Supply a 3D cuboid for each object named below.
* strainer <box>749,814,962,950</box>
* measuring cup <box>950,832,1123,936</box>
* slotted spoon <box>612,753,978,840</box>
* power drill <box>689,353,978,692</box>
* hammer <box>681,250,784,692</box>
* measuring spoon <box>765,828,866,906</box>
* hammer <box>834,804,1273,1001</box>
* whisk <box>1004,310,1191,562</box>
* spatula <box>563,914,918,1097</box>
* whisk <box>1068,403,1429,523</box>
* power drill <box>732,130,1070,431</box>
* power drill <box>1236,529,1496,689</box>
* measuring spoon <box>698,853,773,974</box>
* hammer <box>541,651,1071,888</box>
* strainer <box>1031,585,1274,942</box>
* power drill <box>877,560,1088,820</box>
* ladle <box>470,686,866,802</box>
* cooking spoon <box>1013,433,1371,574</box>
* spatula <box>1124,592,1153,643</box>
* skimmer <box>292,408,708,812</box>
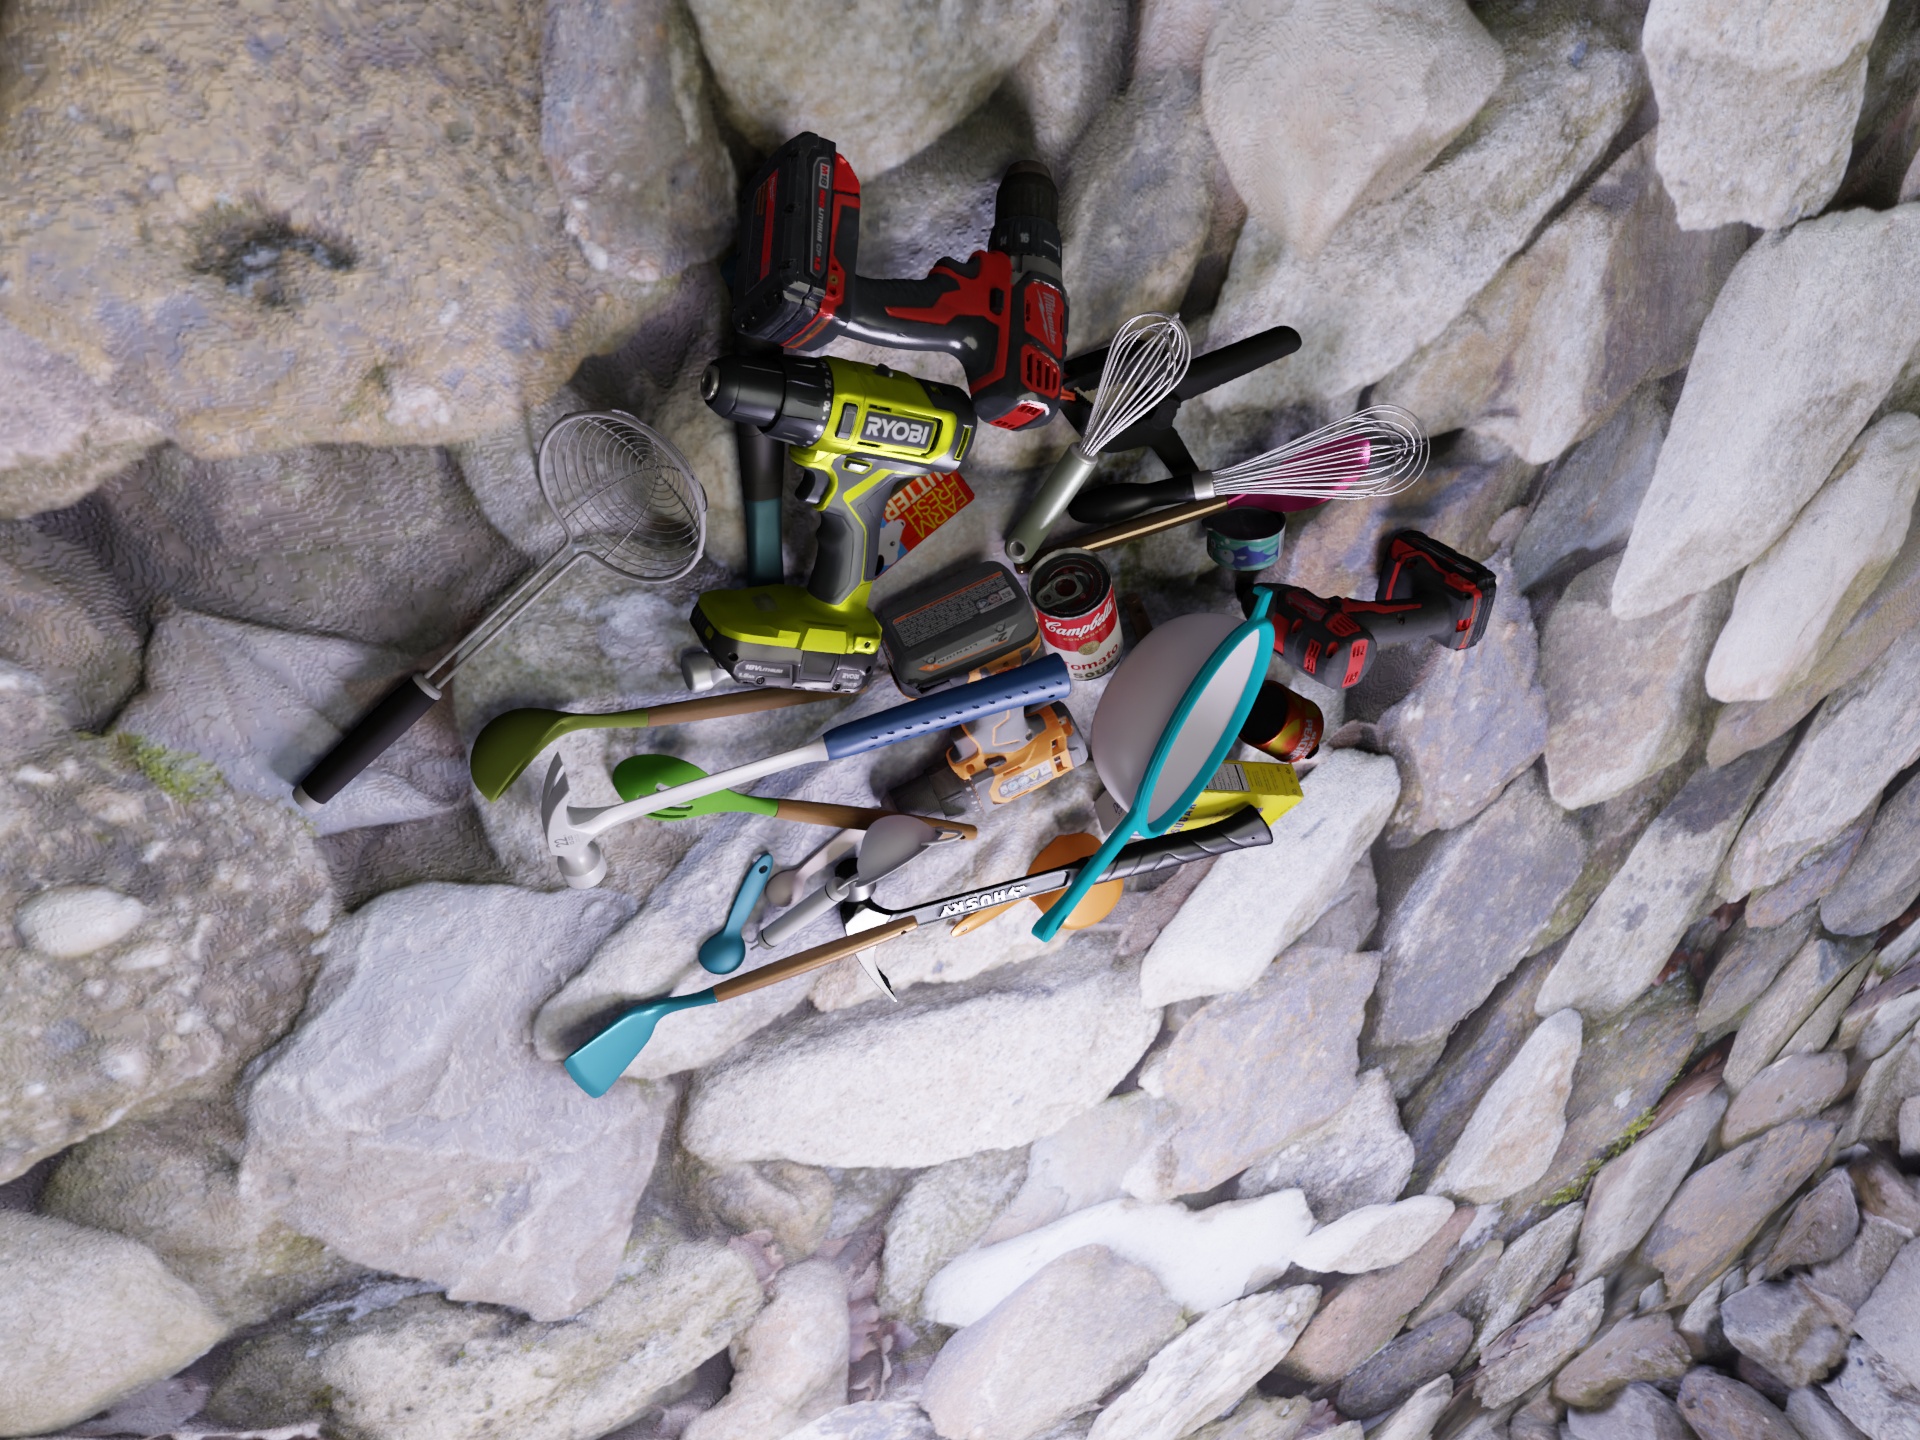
[{"bbox_3d":[-0.099,0.135,1.315,0.258,0.050,0.087,-37,-178,34],"label":"strainer"},{"bbox_3d":[0.076,0.175,1.503,0.173,0.052,0.095,-27,133,-16],"label":"measuring cup"},{"bbox_3d":[-0.124,0.072,1.279,0.313,0.031,0.070,10,135,-27],"label":"slotted spoon"},{"bbox_3d":[-0.107,-0.140,1.095,0.190,0.080,0.228,4,117,-33],"label":"power drill"},{"bbox_3d":[-0.141,-0.171,1.124,0.128,0.033,0.330,-14,128,-23],"label":"hammer"},{"bbox_3d":[-0.113,0.120,1.367,0.124,0.018,0.034,-38,134,-4],"label":"measuring spoon"},{"bbox_3d":[0.093,0.147,1.445,0.409,0.036,0.149,-13,122,-10],"label":"hammer"},{"bbox_3d":[0.098,-0.209,1.206,0.246,0.058,0.059,-54,177,38],"label":"whisk"},{"bbox_3d":[-0.183,0.236,1.368,0.317,0.044,0.082,-20,143,-4],"label":"spatula"},{"bbox_3d":[0.224,-0.194,1.256,0.284,0.070,0.070,-9,134,12],"label":"whisk"},{"bbox_3d":[-0.025,-0.303,1.037,0.226,0.080,0.188,11,75,-30],"label":"power drill"},{"bbox_3d":[0.361,-0.101,1.431,0.219,0.143,0.078,-16,128,-31],"label":"power drill"},{"bbox_3d":[-0.184,0.169,1.354,0.042,0.021,0.128,9,119,-37],"label":"measuring spoon"},{"bbox_3d":[-0.111,0.021,1.181,0.405,0.035,0.144,-18,149,-10],"label":"hammer"},{"bbox_3d":[0.136,0.033,1.330,0.340,0.095,0.210,-50,158,-21],"label":"strainer"},{"bbox_3d":[-0.002,-0.004,1.307,0.185,0.084,0.226,-25,138,-4],"label":"power drill"},{"bbox_3d":[-0.209,0.005,1.197,0.320,0.062,0.078,-10,164,-31],"label":"ladle"},{"bbox_3d":[0.194,-0.174,1.313,0.319,0.017,0.068,-19,138,-8],"label":"cooking spoon"},{"bbox_3d":[0.196,-0.004,1.474,0.060,0.018,0.315,-32,135,-6],"label":"spatula"},{"bbox_3d":[-0.318,-0.059,1.055,0.363,0.090,0.127,-42,102,5],"label":"skimmer"}]
